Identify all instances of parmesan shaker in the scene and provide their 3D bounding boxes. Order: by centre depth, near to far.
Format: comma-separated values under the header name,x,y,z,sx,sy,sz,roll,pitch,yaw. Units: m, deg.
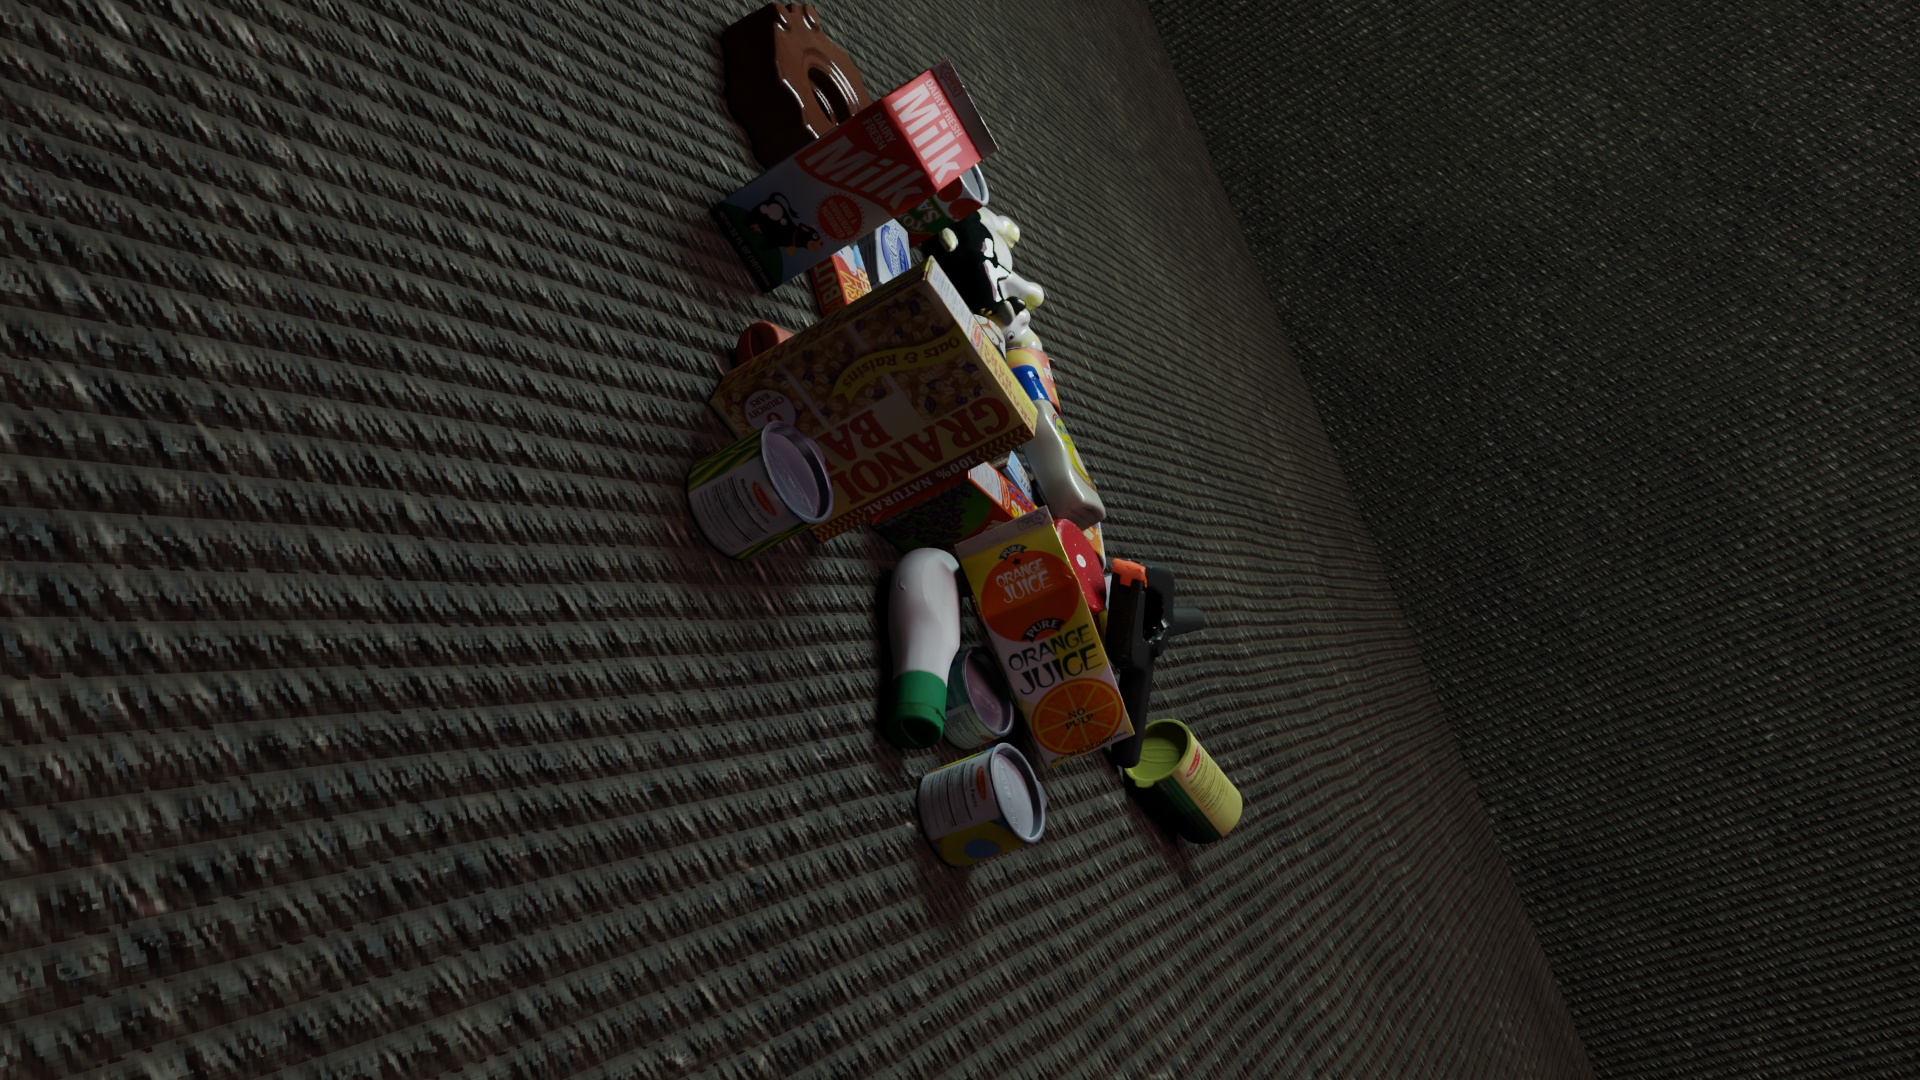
name,x,y,z,sx,sy,sz,roll,pitch,yaw
parmesan shaker,0.196,0.216,1.226,0.103,0.071,0.072,50,28,-32

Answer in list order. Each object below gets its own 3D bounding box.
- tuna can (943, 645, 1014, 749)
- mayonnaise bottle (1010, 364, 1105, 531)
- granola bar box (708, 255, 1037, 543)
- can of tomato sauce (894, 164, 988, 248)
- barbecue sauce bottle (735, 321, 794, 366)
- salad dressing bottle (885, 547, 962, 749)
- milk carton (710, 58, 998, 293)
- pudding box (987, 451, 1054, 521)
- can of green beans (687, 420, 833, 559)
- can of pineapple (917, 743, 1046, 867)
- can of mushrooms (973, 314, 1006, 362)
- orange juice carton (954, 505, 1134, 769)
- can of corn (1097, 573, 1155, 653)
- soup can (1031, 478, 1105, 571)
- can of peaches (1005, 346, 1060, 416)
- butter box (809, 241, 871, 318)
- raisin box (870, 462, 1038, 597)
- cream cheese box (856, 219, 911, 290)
name,x,y,z,sx,sy,sz,roll,pitch,yaw
tuna can,0.007,0.109,0.973,0.071,0.032,0.071,46,30,-37
mayonnaise bottle,0.074,-0.080,1.177,0.064,0.041,0.148,30,34,-61
granola bar box,-0.053,-0.084,0.870,0.124,0.165,0.039,54,25,-25
can of tomato sauce,-0.027,-0.310,1.244,0.071,0.083,0.071,47,29,-36
barbecue sauce bottle,-0.096,-0.113,0.960,0.148,0.043,0.065,17,54,-59
salad dressing bottle,-0.026,0.071,0.931,0.148,0.044,0.064,-86,152,-46
milk carton,-0.070,-0.255,0.966,0.072,0.190,0.074,58,24,-18
pudding box,0.041,-0.027,1.156,0.083,0.049,0.030,56,24,-21
can of green beans,-0.117,-0.029,0.816,0.071,0.057,0.071,46,30,-37
can of pineapple,0.015,0.172,0.897,0.071,0.057,0.071,46,30,-37
can of mushrooms,0.004,-0.159,1.186,0.071,0.071,0.034,46,30,-37
orange juice carton,0.059,0.065,1.003,0.073,0.072,0.191,-112,179,-59
can of corn,0.134,0.066,1.244,0.071,0.071,0.058,11,58,-62
soup can,0.088,-0.009,1.219,0.071,0.071,0.084,42,33,-42
can of peaches,0.056,-0.134,1.264,0.071,0.071,0.058,32,41,-52
butter box,-0.091,-0.196,1.074,0.053,0.024,0.104,15,54,-61
raisin box,0.004,-0.013,1.018,0.123,0.086,0.040,40,33,-45
cream cheese box,-0.065,-0.234,1.165,0.053,0.024,0.104,38,35,-44
